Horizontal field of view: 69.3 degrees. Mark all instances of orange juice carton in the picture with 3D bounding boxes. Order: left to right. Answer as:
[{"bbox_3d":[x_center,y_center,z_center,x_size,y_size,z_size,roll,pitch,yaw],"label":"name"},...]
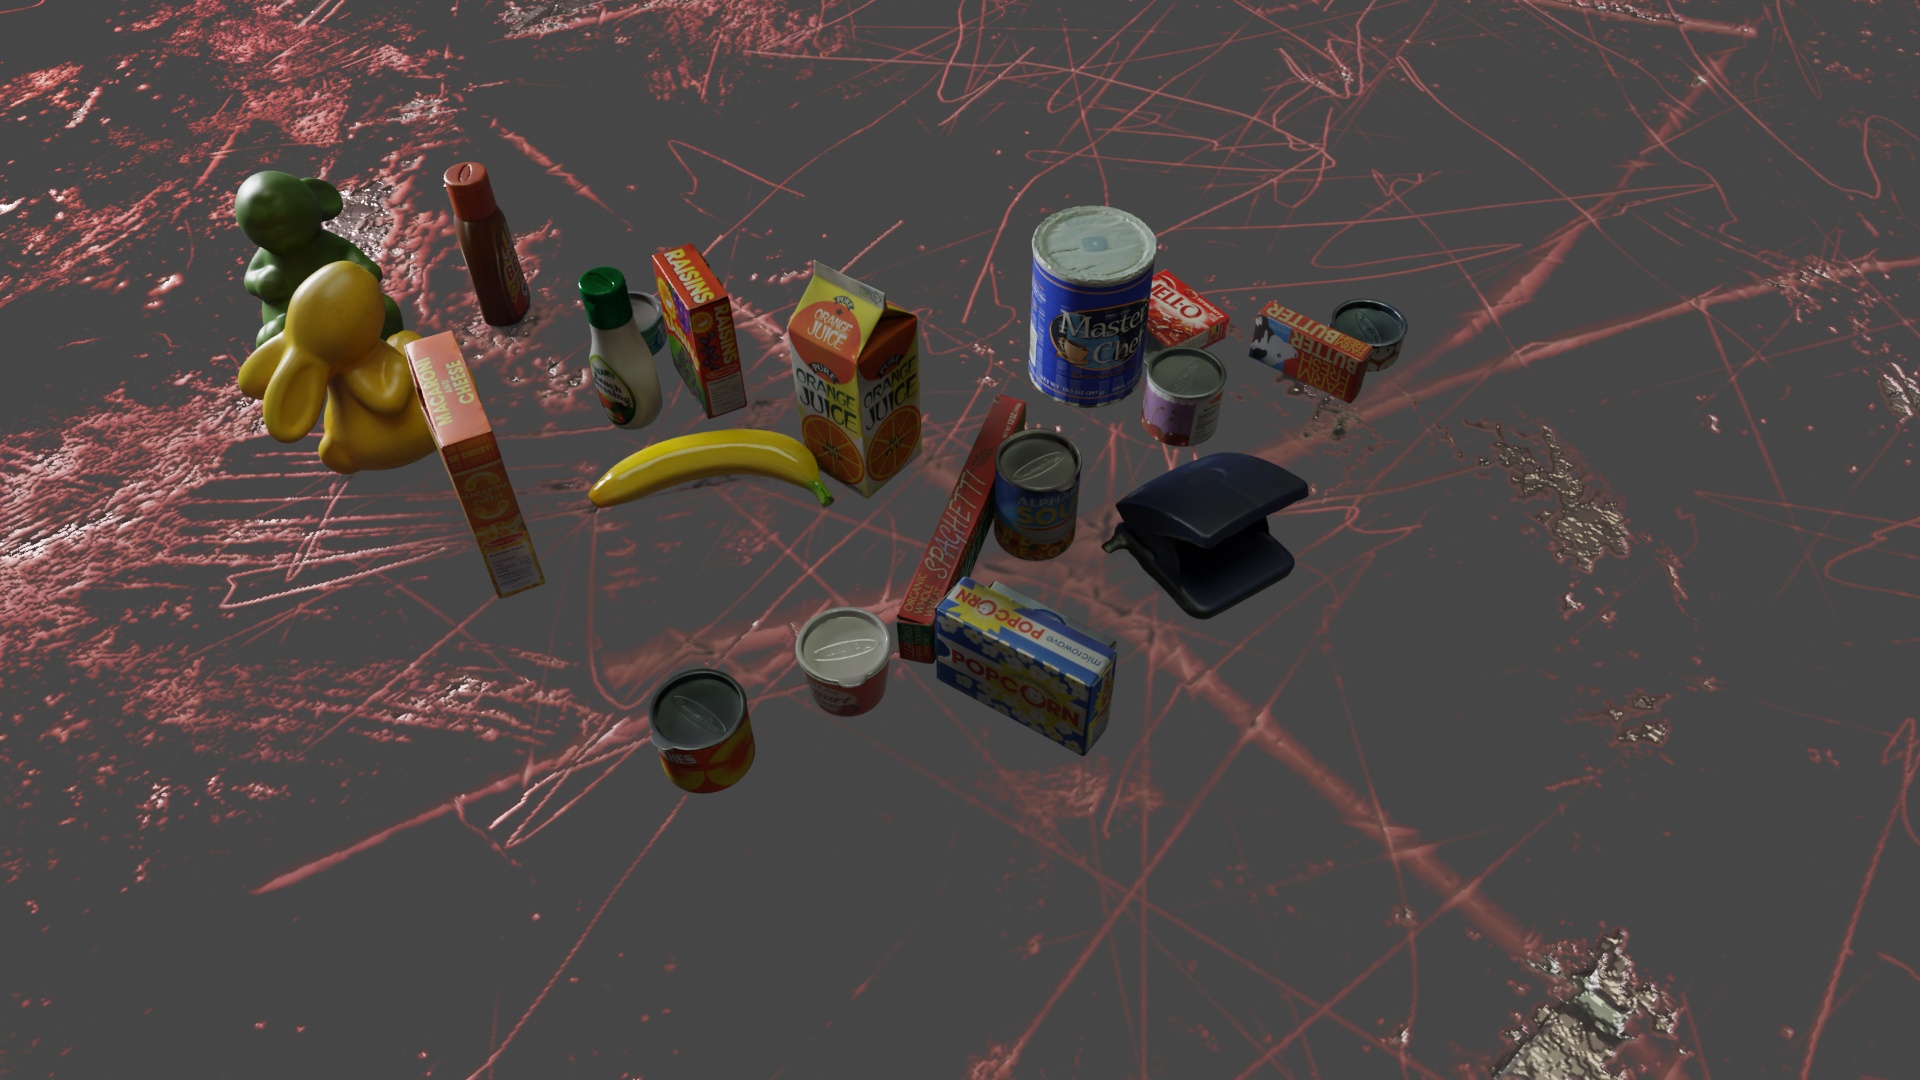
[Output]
[{"bbox_3d":[-0.082,-0.132,1.097,0.072,0.191,0.073,31,56,25],"label":"orange juice carton"}]

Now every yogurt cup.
[{"bbox_3d":[-0.081,0.089,0.992,0.072,0.053,0.073,0,48,0],"label":"yogurt cup"}]

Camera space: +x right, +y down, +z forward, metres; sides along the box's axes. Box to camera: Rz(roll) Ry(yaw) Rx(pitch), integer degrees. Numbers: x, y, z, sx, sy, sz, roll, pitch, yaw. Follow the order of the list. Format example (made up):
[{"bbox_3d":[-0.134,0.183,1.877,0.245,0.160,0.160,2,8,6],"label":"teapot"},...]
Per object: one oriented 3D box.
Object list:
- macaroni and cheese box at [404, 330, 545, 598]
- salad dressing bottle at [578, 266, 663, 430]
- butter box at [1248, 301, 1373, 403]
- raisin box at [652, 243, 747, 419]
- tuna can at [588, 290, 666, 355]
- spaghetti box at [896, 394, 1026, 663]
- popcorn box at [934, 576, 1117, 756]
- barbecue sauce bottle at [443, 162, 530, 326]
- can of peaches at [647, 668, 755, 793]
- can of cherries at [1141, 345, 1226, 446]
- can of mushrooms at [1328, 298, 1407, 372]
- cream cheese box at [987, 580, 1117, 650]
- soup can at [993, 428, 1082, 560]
[{"bbox_3d":[-0.366,-0.055,1.048,0.040,0.165,0.124,-21,52,-17],"label":"macaroni and cheese box"},{"bbox_3d":[-0.284,-0.158,1.152,0.064,0.146,0.044,31,56,25],"label":"salad dressing bottle"},{"bbox_3d":[0.306,-0.165,1.215,0.103,0.052,0.024,31,56,25],"label":"butter box"},{"bbox_3d":[-0.221,-0.178,1.185,0.040,0.122,0.086,-22,52,-18],"label":"raisin box"},{"bbox_3d":[-0.299,-0.194,1.260,0.071,0.032,0.071,0,48,0],"label":"tuna can"},{"bbox_3d":[0.004,-0.014,1.086,0.029,0.050,0.251,13,50,12],"label":"spaghetti box"},{"bbox_3d":[0.045,0.088,0.972,0.127,0.084,0.038,26,54,22],"label":"popcorn box"},{"bbox_3d":[-0.426,-0.267,1.249,0.044,0.147,0.065,-3,49,-2],"label":"barbecue sauce bottle"},{"bbox_3d":[-0.178,0.133,0.952,0.071,0.057,0.071,0,48,0],"label":"can of peaches"},{"bbox_3d":[0.186,-0.123,1.176,0.071,0.058,0.072,0,48,0],"label":"can of cherries"},{"bbox_3d":[0.361,-0.183,1.245,0.071,0.033,0.071,0,48,0],"label":"can of mushrooms"},{"bbox_3d":[0.062,0.073,1.006,0.104,0.053,0.024,26,54,22],"label":"cream cheese box"},{"bbox_3d":[0.060,-0.033,1.080,0.071,0.083,0.072,0,48,0],"label":"soup can"}]
